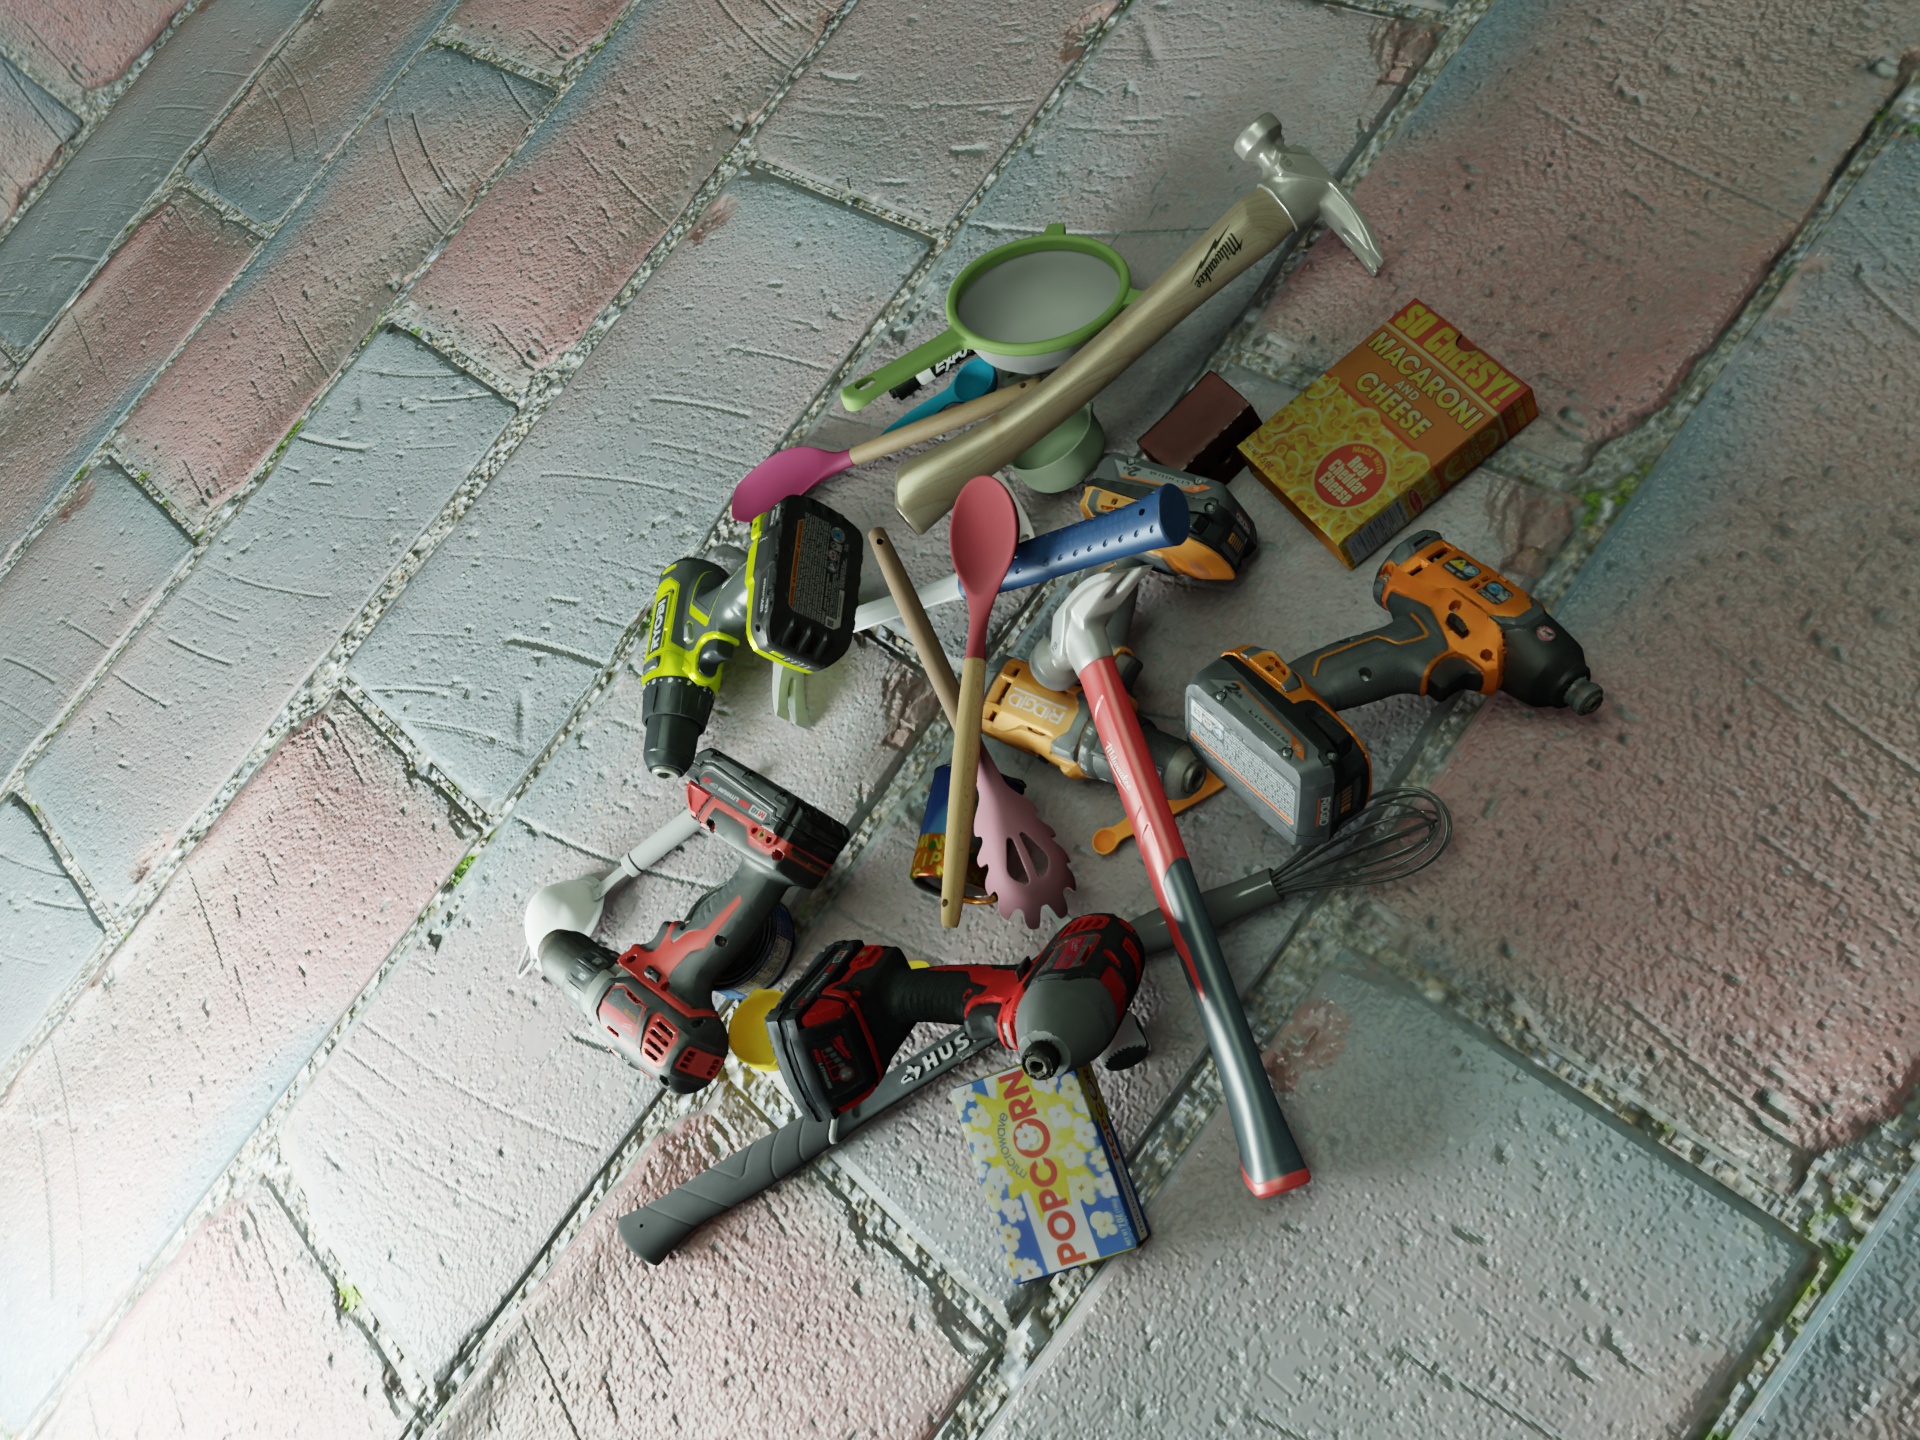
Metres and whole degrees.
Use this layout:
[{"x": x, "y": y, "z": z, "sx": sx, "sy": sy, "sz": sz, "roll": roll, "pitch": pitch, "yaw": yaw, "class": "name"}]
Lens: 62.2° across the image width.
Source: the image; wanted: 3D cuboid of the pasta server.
[{"x": -0.002, "y": -0.004, "z": 1.109, "sx": 0.060, "sy": 0.040, "sz": 0.316, "roll": -22, "pitch": 67, "yaw": -5, "class": "pasta server"}]

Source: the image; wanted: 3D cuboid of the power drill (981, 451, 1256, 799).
[{"x": 0.127, "y": -0.061, "z": 1.124, "sx": 0.185, "sy": 0.084, "sz": 0.226, "roll": 24, "pitch": 84, "yaw": 36, "class": "power drill"}]

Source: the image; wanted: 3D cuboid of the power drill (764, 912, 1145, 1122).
[{"x": -0.002, "y": 0.185, "z": 0.991, "sx": 0.220, "sy": 0.078, "sz": 0.143, "roll": -12, "pitch": 17, "yaw": 26, "class": "power drill"}]

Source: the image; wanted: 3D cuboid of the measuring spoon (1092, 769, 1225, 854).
[{"x": 0.143, "y": 0.060, "z": 1.096, "sx": 0.117, "sy": 0.011, "sz": 0.021, "roll": -31, "pitch": 52, "yaw": 8, "class": "measuring spoon"}]

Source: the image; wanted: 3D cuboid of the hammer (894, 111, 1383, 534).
[{"x": 0.123, "y": -0.273, "z": 1.196, "sx": 0.410, "sy": 0.038, "sz": 0.146, "roll": -40, "pitch": 85, "yaw": -1, "class": "hammer"}]

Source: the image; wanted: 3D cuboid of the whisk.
[{"x": 0.199, "y": 0.103, "z": 1.019, "sx": 0.239, "sy": 0.055, "sz": 0.055, "roll": -26, "pitch": 56, "yaw": 21, "class": "whisk"}]

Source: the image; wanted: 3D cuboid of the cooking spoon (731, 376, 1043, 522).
[{"x": -0.069, "y": -0.230, "z": 1.343, "sx": 0.319, "sy": 0.017, "sz": 0.069, "roll": -16, "pitch": 56, "yaw": 29, "class": "cooking spoon"}]

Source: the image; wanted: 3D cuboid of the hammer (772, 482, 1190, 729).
[{"x": -0.004, "y": -0.093, "z": 1.172, "sx": 0.405, "sy": 0.035, "sz": 0.144, "roll": -14, "pitch": 60, "yaw": 44, "class": "hammer"}]

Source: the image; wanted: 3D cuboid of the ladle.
[{"x": 0.008, "y": -0.016, "z": 1.074, "sx": 0.069, "sy": 0.031, "sz": 0.316, "roll": -14, "pitch": 64, "yaw": 48, "class": "ladle"}]

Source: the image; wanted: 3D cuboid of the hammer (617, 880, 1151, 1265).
[{"x": -0.071, "y": 0.261, "z": 1.097, "sx": 0.409, "sy": 0.036, "sz": 0.149, "roll": -33, "pitch": 53, "yaw": 12, "class": "hammer"}]

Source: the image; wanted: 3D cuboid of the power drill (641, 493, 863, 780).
[{"x": -0.180, "y": -0.065, "z": 1.265, "sx": 0.228, "sy": 0.080, "sz": 0.191, "roll": -25, "pitch": 52, "yaw": 45, "class": "power drill"}]

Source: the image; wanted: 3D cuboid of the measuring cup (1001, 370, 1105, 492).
[{"x": 0.067, "y": -0.239, "z": 1.282, "sx": 0.083, "sy": 0.038, "sz": 0.168, "roll": -34, "pitch": 38, "yaw": 9, "class": "measuring cup"}]

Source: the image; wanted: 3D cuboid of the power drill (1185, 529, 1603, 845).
[{"x": 0.271, "y": -0.018, "z": 0.982, "sx": 0.226, "sy": 0.084, "sz": 0.164, "roll": -30, "pitch": 50, "yaw": -18, "class": "power drill"}]

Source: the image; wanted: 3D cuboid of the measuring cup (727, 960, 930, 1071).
[{"x": -0.091, "y": 0.209, "z": 1.148, "sx": 0.156, "sy": 0.029, "sz": 0.062, "roll": -21, "pitch": 56, "yaw": 5, "class": "measuring cup"}]

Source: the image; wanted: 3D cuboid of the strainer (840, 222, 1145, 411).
[{"x": 0.022, "y": -0.298, "z": 1.282, "sx": 0.256, "sy": 0.069, "sz": 0.152, "roll": -31, "pitch": 50, "yaw": -10, "class": "strainer"}]

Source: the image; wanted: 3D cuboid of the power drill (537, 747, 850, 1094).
[{"x": -0.205, "y": 0.137, "z": 1.169, "sx": 0.188, "sy": 0.080, "sz": 0.227, "roll": 27, "pitch": 84, "yaw": 37, "class": "power drill"}]

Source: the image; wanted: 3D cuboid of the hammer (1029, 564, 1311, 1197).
[{"x": 0.138, "y": 0.095, "z": 0.978, "sx": 0.038, "sy": 0.143, "sz": 0.387, "roll": -11, "pitch": 71, "yaw": -22, "class": "hammer"}]

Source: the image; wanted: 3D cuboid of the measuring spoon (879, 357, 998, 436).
[{"x": -0.018, "y": -0.262, "z": 1.351, "sx": 0.128, "sy": 0.021, "sz": 0.042, "roll": -29, "pitch": 55, "yaw": 25, "class": "measuring spoon"}]

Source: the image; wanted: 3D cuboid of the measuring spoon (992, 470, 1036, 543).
[{"x": 0.035, "y": -0.180, "z": 1.279, "sx": 0.034, "sy": 0.018, "sz": 0.124, "roll": -31, "pitch": 61, "yaw": 12, "class": "measuring spoon"}]

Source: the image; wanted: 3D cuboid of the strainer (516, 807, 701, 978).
[{"x": -0.273, "y": 0.119, "z": 1.283, "sx": 0.258, "sy": 0.050, "sz": 0.087, "roll": -37, "pitch": 39, "yaw": 4, "class": "strainer"}]
